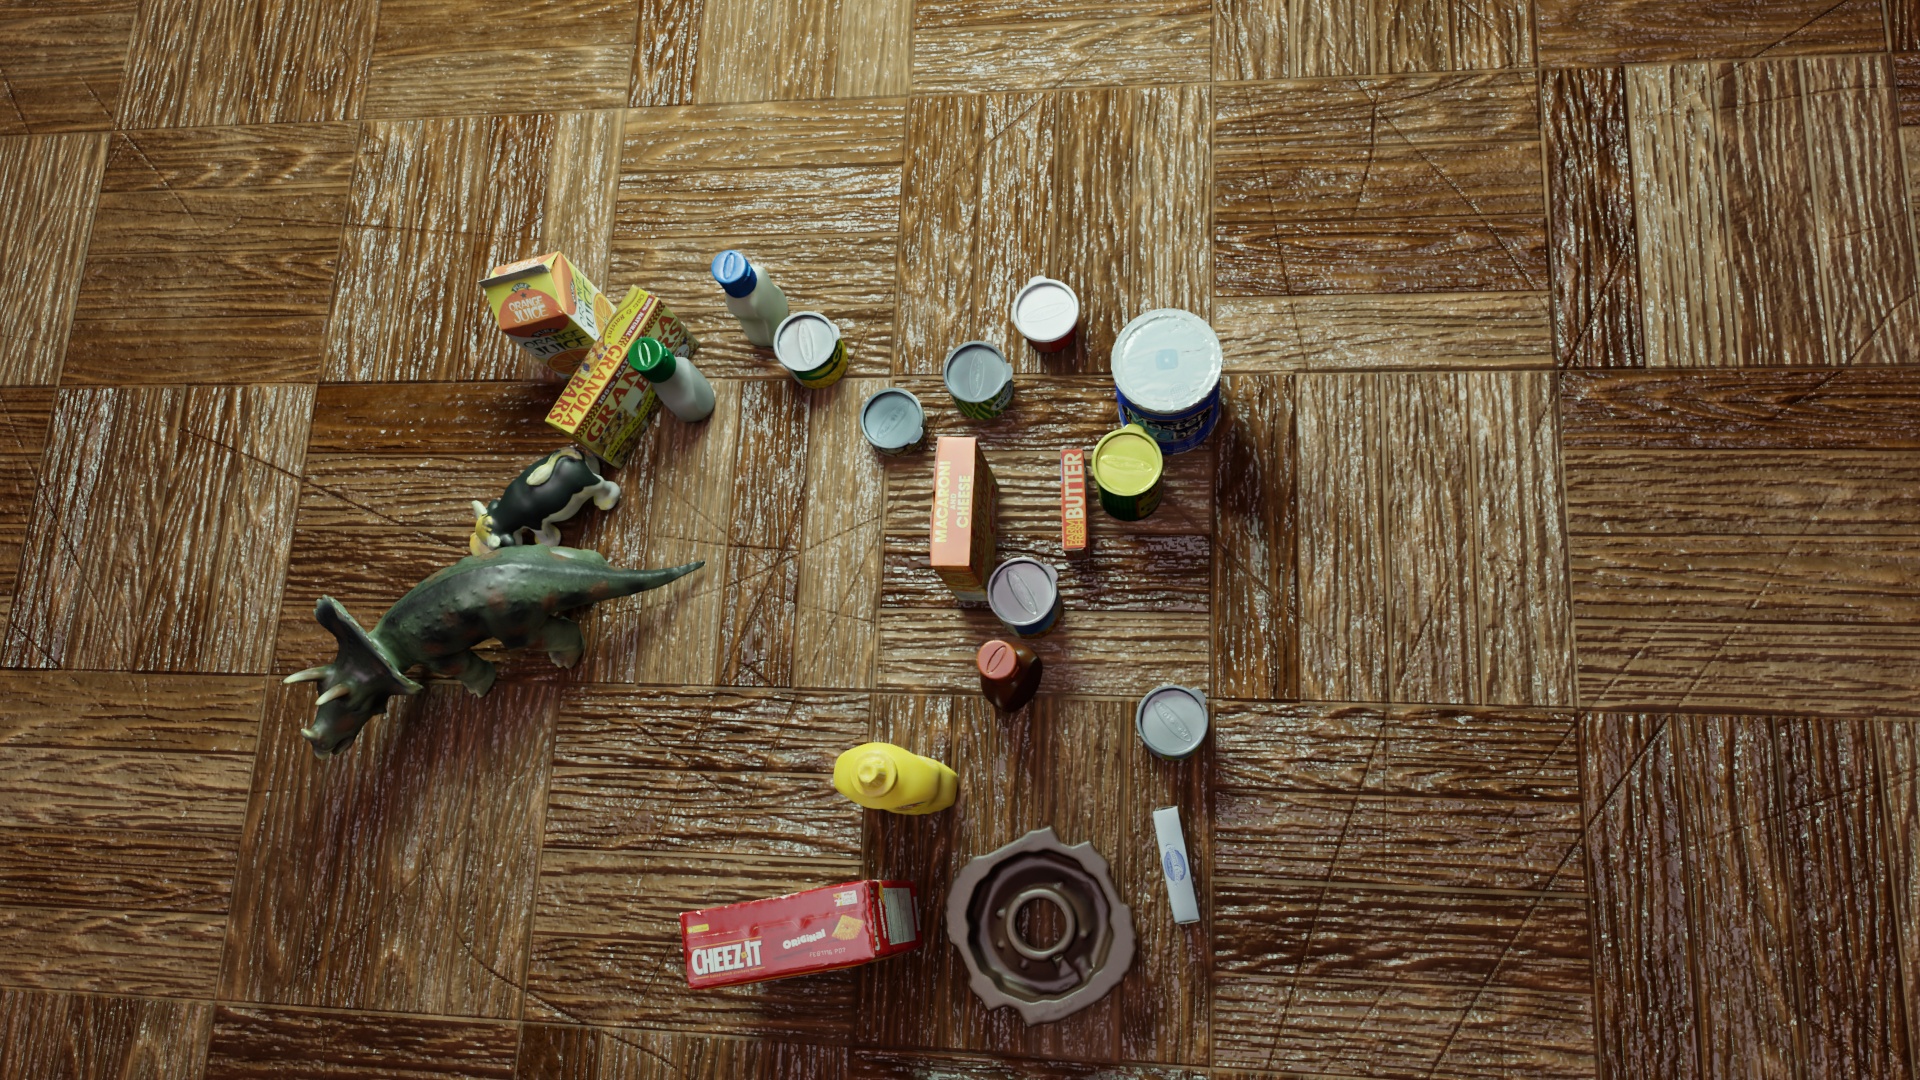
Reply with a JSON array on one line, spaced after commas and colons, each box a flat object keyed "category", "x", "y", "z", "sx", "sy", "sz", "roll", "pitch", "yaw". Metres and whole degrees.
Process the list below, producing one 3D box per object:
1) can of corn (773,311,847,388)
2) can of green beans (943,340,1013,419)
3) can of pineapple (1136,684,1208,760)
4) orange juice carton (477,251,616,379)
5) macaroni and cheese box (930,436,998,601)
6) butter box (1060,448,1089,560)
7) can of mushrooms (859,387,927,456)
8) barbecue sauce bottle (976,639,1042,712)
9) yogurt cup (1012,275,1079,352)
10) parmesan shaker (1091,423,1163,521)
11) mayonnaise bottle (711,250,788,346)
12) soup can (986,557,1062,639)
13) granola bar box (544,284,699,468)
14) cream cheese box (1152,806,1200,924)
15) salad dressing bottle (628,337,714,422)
[{"category": "can of corn", "x": -0.154, "y": -0.200, "z": 1.461, "sx": 0.071, "sy": 0.058, "sz": 0.071, "roll": -2, "pitch": 76, "yaw": 9}, {"category": "can of green beans", "x": 0.019, "y": -0.163, "z": 1.424, "sx": 0.071, "sy": 0.057, "sz": 0.071, "roll": -2, "pitch": 76, "yaw": 9}, {"category": "can of pineapple", "x": 0.202, "y": 0.172, "z": 1.310, "sx": 0.071, "sy": 0.057, "sz": 0.071, "roll": -2, "pitch": 76, "yaw": 9}, {"category": "orange juice carton", "x": -0.424, "y": -0.239, "z": 1.444, "sx": 0.072, "sy": 0.192, "sz": 0.073, "roll": -12, "pitch": 75, "yaw": 6}, {"category": "macaroni and cheese box", "x": 0.005, "y": -0.017, "z": 1.333, "sx": 0.040, "sy": 0.166, "sz": 0.124, "roll": 1, "pitch": 76, "yaw": 9}, {"category": "butter box", "x": 0.114, "y": -0.035, "z": 1.379, "sx": 0.024, "sy": 0.053, "sz": 0.103, "roll": -3, "pitch": 76, "yaw": 9}, {"category": "can of mushrooms", "x": -0.067, "y": -0.121, "z": 1.440, "sx": 0.071, "sy": 0.033, "sz": 0.071, "roll": -2, "pitch": 76, "yaw": 9}, {"category": "barbecue sauce bottle", "x": 0.044, "y": 0.123, "z": 1.300, "sx": 0.044, "sy": 0.148, "sz": 0.065, "roll": 32, "pitch": 83, "yaw": 15}, {"category": "yogurt cup", "x": 0.090, "y": -0.228, "z": 1.431, "sx": 0.072, "sy": 0.054, "sz": 0.072, "roll": -2, "pitch": 76, "yaw": 9}, {"category": "parmesan shaker", "x": 0.165, "y": -0.064, "z": 1.352, "sx": 0.071, "sy": 0.103, "sz": 0.071, "roll": -2, "pitch": 76, "yaw": 9}, {"category": "mayonnaise bottle", "x": -0.217, "y": -0.254, "z": 1.438, "sx": 0.041, "sy": 0.148, "sz": 0.065, "roll": 6, "pitch": 78, "yaw": 11}, {"category": "soup can", "x": 0.066, "y": 0.056, "z": 1.347, "sx": 0.071, "sy": 0.083, "sz": 0.071, "roll": -2, "pitch": 76, "yaw": 9}, {"category": "granola bar box", "x": -0.348, "y": -0.167, "z": 1.449, "sx": 0.039, "sy": 0.124, "sz": 0.166, "roll": 28, "pitch": 82, "yaw": 15}, {"category": "cream cheese box", "x": 0.199, "y": 0.299, "z": 1.280, "sx": 0.024, "sy": 0.053, "sz": 0.104, "roll": -12, "pitch": 75, "yaw": 6}, {"category": "salad dressing bottle", "x": -0.297, "y": -0.167, "z": 1.429, "sx": 0.044, "sy": 0.147, "sz": 0.064, "roll": -16, "pitch": 74, "yaw": 5}]
